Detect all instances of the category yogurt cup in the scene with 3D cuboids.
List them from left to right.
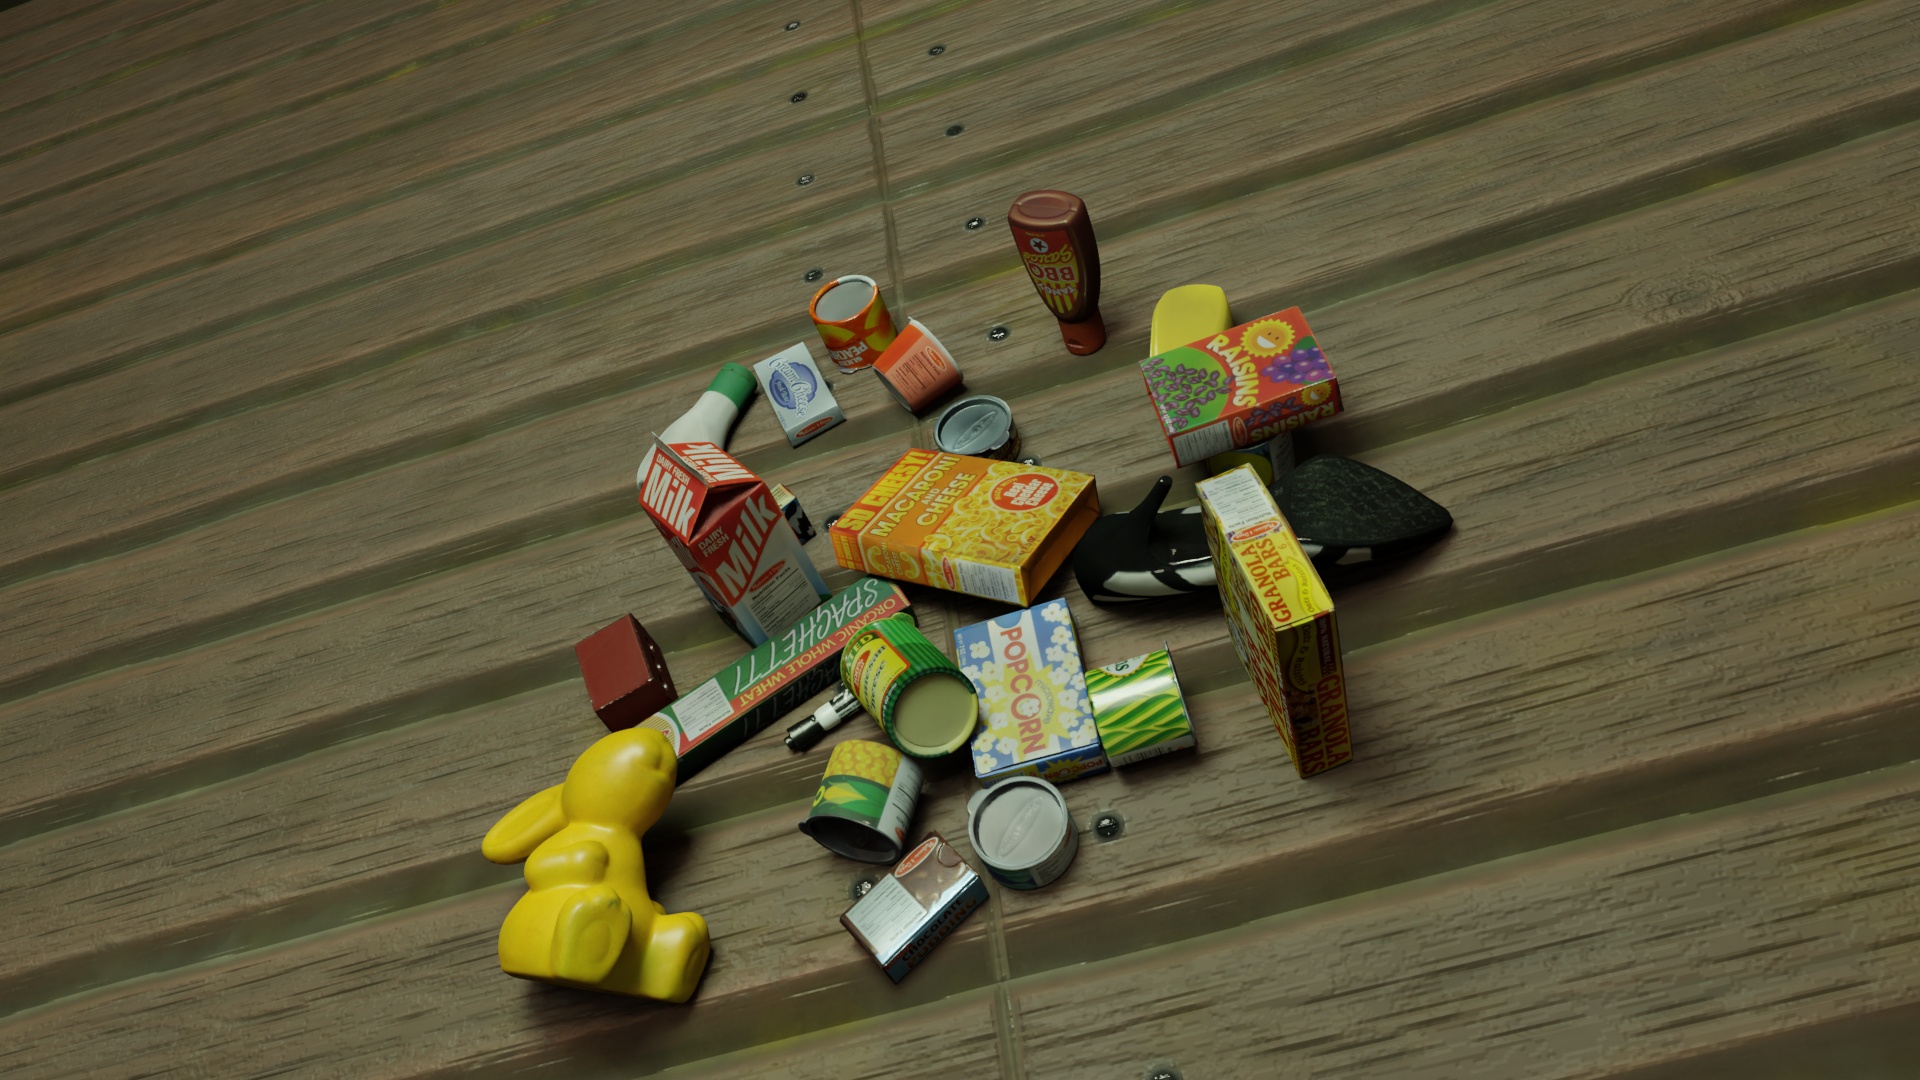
[{"bbox_3d":[-0.038,-0.146,1.187,0.054,0.072,0.072,-42,49,-5],"label":"yogurt cup"}]

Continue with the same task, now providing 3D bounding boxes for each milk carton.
[{"bbox_3d":[-0.170,-0.002,1.029,0.073,0.189,0.072,-42,50,-16],"label":"milk carton"}]

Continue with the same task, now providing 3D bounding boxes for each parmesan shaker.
[{"bbox_3d":[-0.035,0.097,0.951,0.071,0.071,0.103,-35,24,-10],"label":"parmesan shaker"}]

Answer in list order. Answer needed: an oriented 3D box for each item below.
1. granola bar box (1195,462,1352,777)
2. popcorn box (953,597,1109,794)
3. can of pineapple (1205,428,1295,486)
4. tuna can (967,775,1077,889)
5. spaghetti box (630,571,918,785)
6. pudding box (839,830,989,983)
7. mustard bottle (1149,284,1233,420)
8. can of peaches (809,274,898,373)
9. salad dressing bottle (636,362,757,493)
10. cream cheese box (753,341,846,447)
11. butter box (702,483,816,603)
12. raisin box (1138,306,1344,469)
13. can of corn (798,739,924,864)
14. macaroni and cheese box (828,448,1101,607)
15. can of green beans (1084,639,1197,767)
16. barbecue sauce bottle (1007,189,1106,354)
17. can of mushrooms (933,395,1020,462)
[{"bbox_3d":[0.197,0.051,0.861,0.039,0.164,0.125,-21,47,2],"label":"granola bar box"},{"bbox_3d":[0.047,0.109,0.956,0.085,0.038,0.127,-17,48,8],"label":"popcorn box"},{"bbox_3d":[0.211,-0.073,1.033,0.071,0.057,0.071,-11,48,12],"label":"can of pineapple"},{"bbox_3d":[0.039,0.188,0.896,0.071,0.032,0.071,-11,49,12],"label":"tuna can"},{"bbox_3d":[-0.147,0.108,1.036,0.250,0.028,0.050,-33,48,-8],"label":"spaghetti box"},{"bbox_3d":[-0.029,0.233,0.885,0.084,0.030,0.050,-41,48,-15],"label":"pudding box"},{"bbox_3d":[0.180,-0.134,1.103,0.065,0.048,0.161,-1,52,21],"label":"mustard bottle"},{"bbox_3d":[-0.097,-0.196,1.254,0.071,0.057,0.071,-10,48,12],"label":"can of peaches"},{"bbox_3d":[-0.230,-0.094,1.230,0.064,0.043,0.148,9,54,29],"label":"salad dressing bottle"},{"bbox_3d":[-0.145,-0.131,1.241,0.053,0.024,0.104,-27,47,-4],"label":"cream cheese box"},{"bbox_3d":[-0.169,0.005,1.115,0.104,0.053,0.024,-40,52,-13],"label":"butter box"},{"bbox_3d":[0.201,-0.111,1.001,0.123,0.040,0.086,-19,46,6],"label":"raisin box"},{"bbox_3d":[-0.065,0.173,0.924,0.071,0.071,0.058,3,52,23],"label":"can of corn"},{"bbox_3d":[0.004,-0.013,1.052,0.166,0.040,0.124,10,39,30],"label":"macaroni and cheese box"},{"bbox_3d":[0.118,0.109,0.909,0.058,0.071,0.071,-17,48,8],"label":"can of green beans"},{"bbox_3d":[0.087,-0.217,1.140,0.065,0.148,0.044,14,59,30],"label":"barbecue sauce bottle"},{"bbox_3d":[0.015,-0.083,1.133,0.071,0.033,0.071,-11,48,12],"label":"can of mushrooms"}]
